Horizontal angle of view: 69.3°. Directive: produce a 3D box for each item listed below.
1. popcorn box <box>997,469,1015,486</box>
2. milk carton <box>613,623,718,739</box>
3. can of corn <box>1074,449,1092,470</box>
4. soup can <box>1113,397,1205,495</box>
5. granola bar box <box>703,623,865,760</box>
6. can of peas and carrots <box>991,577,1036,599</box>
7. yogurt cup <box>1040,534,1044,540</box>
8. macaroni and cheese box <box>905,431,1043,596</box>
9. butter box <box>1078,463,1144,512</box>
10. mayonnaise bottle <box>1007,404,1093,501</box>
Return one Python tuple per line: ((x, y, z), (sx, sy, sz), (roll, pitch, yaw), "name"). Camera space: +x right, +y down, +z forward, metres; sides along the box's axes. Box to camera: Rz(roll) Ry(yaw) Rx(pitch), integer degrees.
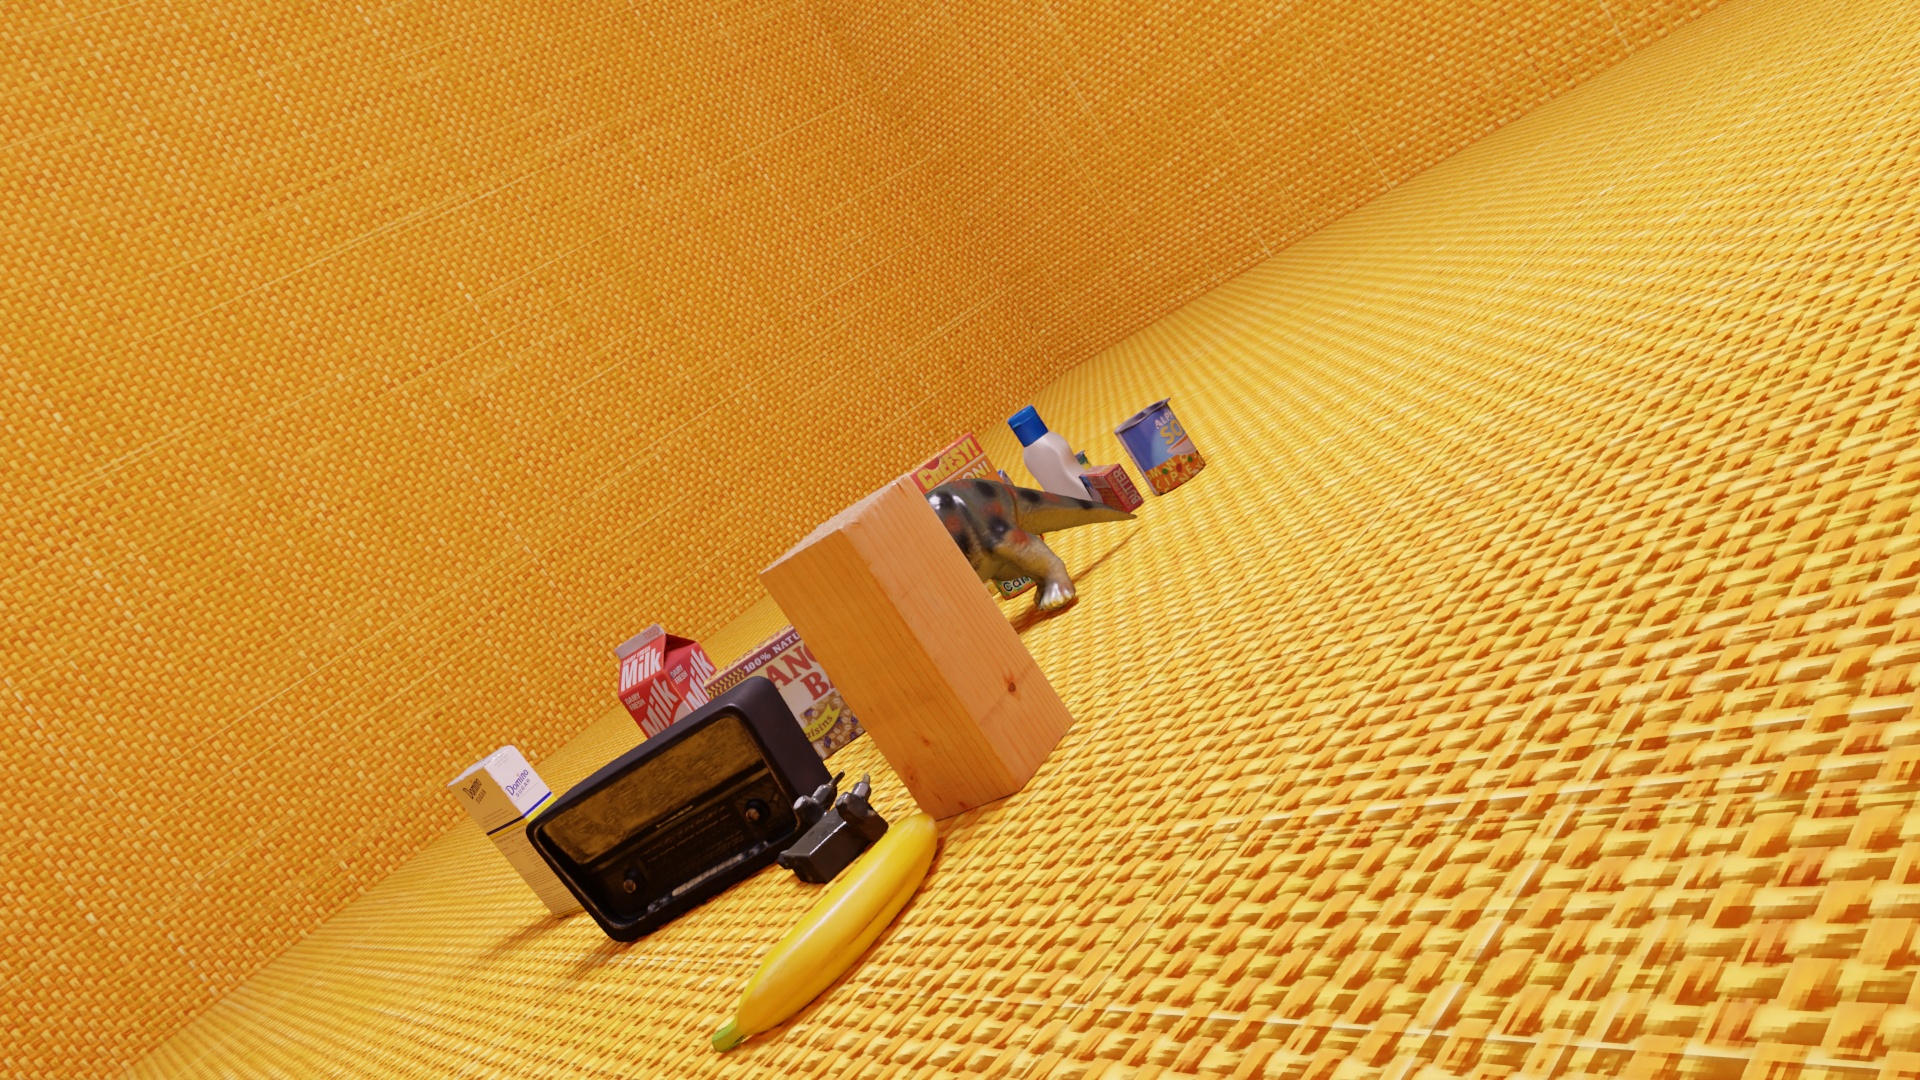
((0.061, -0.040, 1.784), (0.038, 0.085, 0.127), (-33, 7, 9), "popcorn box")
((-0.283, 0.177, 1.443), (0.072, 0.190, 0.074), (-30, 8, 28), "milk carton")
((0.142, -0.069, 1.722), (0.071, 0.058, 0.071), (-33, 7, 5), "can of corn")
((0.217, -0.101, 1.495), (0.071, 0.083, 0.071), (-33, 7, 5), "soup can")
((-0.141, 0.140, 1.323), (0.165, 0.124, 0.039), (-34, 7, -3), "granola bar box")
((0.058, 0.022, 1.483), (0.071, 0.058, 0.071), (-33, 7, 5), "can of peas and carrots")
((0.065, -0.009, 1.684), (0.072, 0.054, 0.072), (-33, 7, 5), "yogurt cup")
((0.006, -0.020, 1.563), (0.124, 0.166, 0.040), (-36, 7, -19), "macaroni and cheese box")
((0.168, -0.058, 1.550), (0.024, 0.053, 0.103), (-35, 7, -9), "butter box")
((0.110, -0.089, 1.636), (0.064, 0.148, 0.041), (-28, 9, 40), "mayonnaise bottle")
